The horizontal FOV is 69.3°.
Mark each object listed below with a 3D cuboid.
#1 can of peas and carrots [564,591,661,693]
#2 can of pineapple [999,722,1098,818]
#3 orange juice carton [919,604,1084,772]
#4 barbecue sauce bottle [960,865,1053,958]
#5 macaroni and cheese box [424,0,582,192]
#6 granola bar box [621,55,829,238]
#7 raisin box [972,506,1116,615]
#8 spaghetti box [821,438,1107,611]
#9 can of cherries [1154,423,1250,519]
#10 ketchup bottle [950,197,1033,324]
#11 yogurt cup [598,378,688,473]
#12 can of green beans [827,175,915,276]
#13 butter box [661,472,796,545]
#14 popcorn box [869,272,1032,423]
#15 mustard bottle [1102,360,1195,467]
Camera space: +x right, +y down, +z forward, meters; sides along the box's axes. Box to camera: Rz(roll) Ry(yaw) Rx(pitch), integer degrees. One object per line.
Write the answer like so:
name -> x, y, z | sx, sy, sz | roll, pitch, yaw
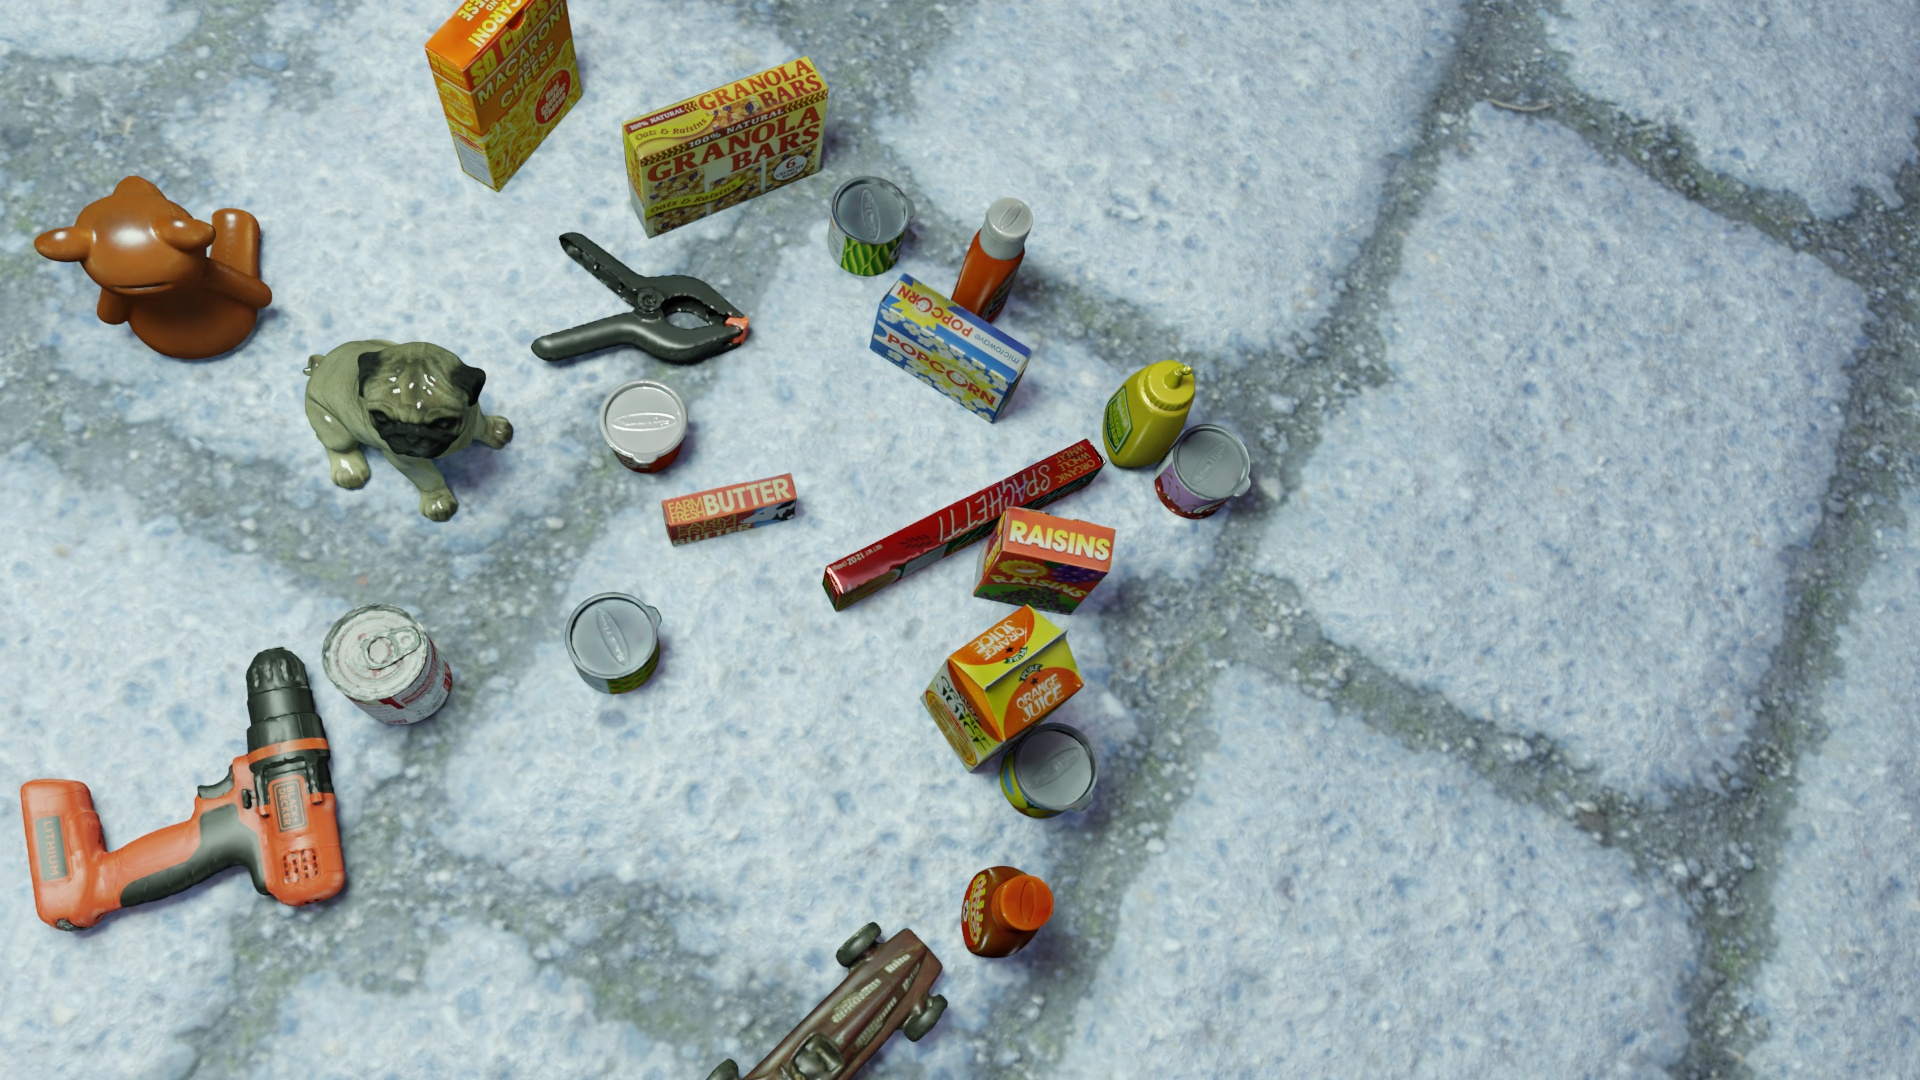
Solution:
can of peas and carrots -> -0.258, 0.077, 1.043 | 0.071, 0.058, 0.071 | 3, 71, -9
can of pineapple -> 0.068, 0.179, 1.066 | 0.071, 0.057, 0.071 | 3, 71, -9
orange juice carton -> 0.030, 0.107, 1.012 | 0.072, 0.192, 0.073 | -32, 80, -18
barbecue sauce bottle -> 0.033, 0.261, 0.984 | 0.044, 0.148, 0.065 | 8, 71, -7
macaroni and cheese box -> -0.363, -0.378, 1.122 | 0.040, 0.166, 0.124 | 31, 70, 1
granola bar box -> -0.195, -0.327, 1.156 | 0.166, 0.123, 0.039 | -26, 78, -17
raisin box -> 0.063, 0.017, 1.085 | 0.086, 0.123, 0.040 | 12, 70, -6
spaghetti box -> 0.004, -0.014, 1.124 | 0.251, 0.050, 0.029 | -27, 78, -17
can of cherries -> 0.204, -0.055, 1.168 | 0.071, 0.058, 0.071 | 3, 71, -9
ketchup bottle -> 0.026, -0.230, 1.149 | 0.043, 0.148, 0.065 | 36, 70, 3
yogurt cup -> -0.250, -0.088, 1.103 | 0.072, 0.053, 0.072 | 3, 71, -9
can of green beans -> -0.080, -0.269, 1.192 | 0.071, 0.057, 0.071 | 3, 71, -9
butter box -> -0.182, -0.024, 1.094 | 0.104, 0.053, 0.024 | -13, 75, -14
popcorn box -> -0.009, -0.158, 1.152 | 0.127, 0.085, 0.038 | 32, 70, 2
mustard bottle -> 0.156, -0.110, 1.124 | 0.049, 0.159, 0.065 | -5, 73, -11
